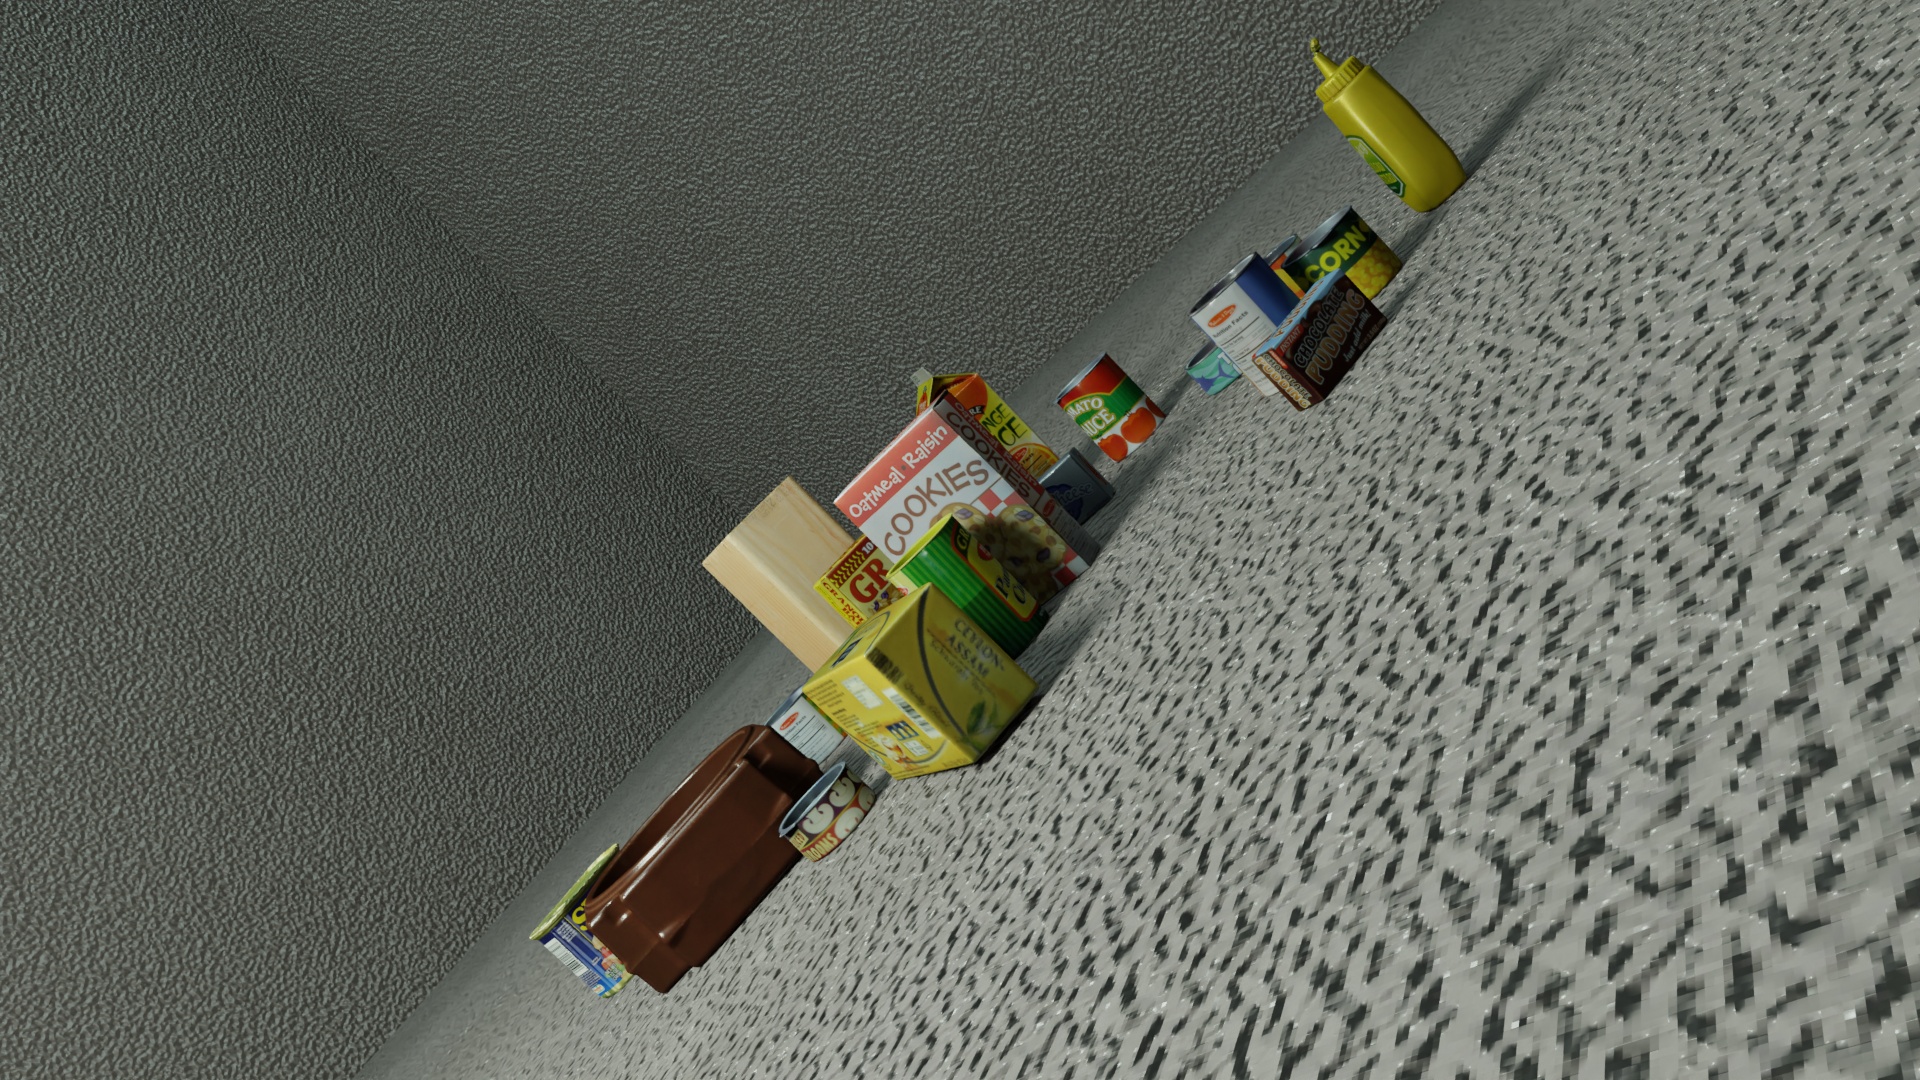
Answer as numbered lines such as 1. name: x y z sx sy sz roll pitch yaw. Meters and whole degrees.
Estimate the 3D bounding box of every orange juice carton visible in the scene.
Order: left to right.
1. orange juice carton: 0.023 -0.100 1.390 0.073 0.192 0.072 -46 6 -9

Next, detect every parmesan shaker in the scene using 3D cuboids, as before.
1. parmesan shaker: 0.006 0.039 1.002 0.071 0.103 0.071 -44 6 6

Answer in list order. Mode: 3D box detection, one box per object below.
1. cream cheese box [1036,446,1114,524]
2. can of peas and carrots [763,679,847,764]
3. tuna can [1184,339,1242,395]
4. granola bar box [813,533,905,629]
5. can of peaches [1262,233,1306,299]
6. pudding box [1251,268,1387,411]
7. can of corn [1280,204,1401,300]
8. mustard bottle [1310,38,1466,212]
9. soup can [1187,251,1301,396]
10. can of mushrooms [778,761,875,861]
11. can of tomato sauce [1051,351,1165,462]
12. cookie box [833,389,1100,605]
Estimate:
1. cream cheese box: 0.078 -0.027 1.197 0.103 0.053 0.024 -42 6 22
2. can of peas and carrots: -0.142 0.172 1.289 0.071 0.058 0.071 -44 6 6
3. tuna can: 0.227 -0.158 1.185 0.071 0.033 0.071 -44 6 6
4. granola bar box: -0.029 0.024 1.225 0.166 0.124 0.039 -48 7 -27
5. can of peaches: 0.265 -0.204 1.128 0.071 0.058 0.071 -44 6 6
6. pudding box: 0.231 -0.130 0.896 0.084 0.049 0.030 -47 6 -23
7. can of corn: 0.280 -0.202 1.018 0.071 0.058 0.071 -44 6 6
8. mustard bottle: 0.323 -0.326 1.080 0.048 0.160 0.065 -44 6 8
9. soup can: 0.218 -0.157 1.006 0.071 0.083 0.071 -44 6 6
10. can of mushrooms: -0.094 0.191 0.971 0.071 0.033 0.071 -44 6 6
11. can of tomato sauce: 0.139 -0.123 1.297 0.071 0.083 0.071 -44 6 6
12. cookie box: 0.004 -0.013 1.059 0.122 0.167 0.040 -41 7 31
